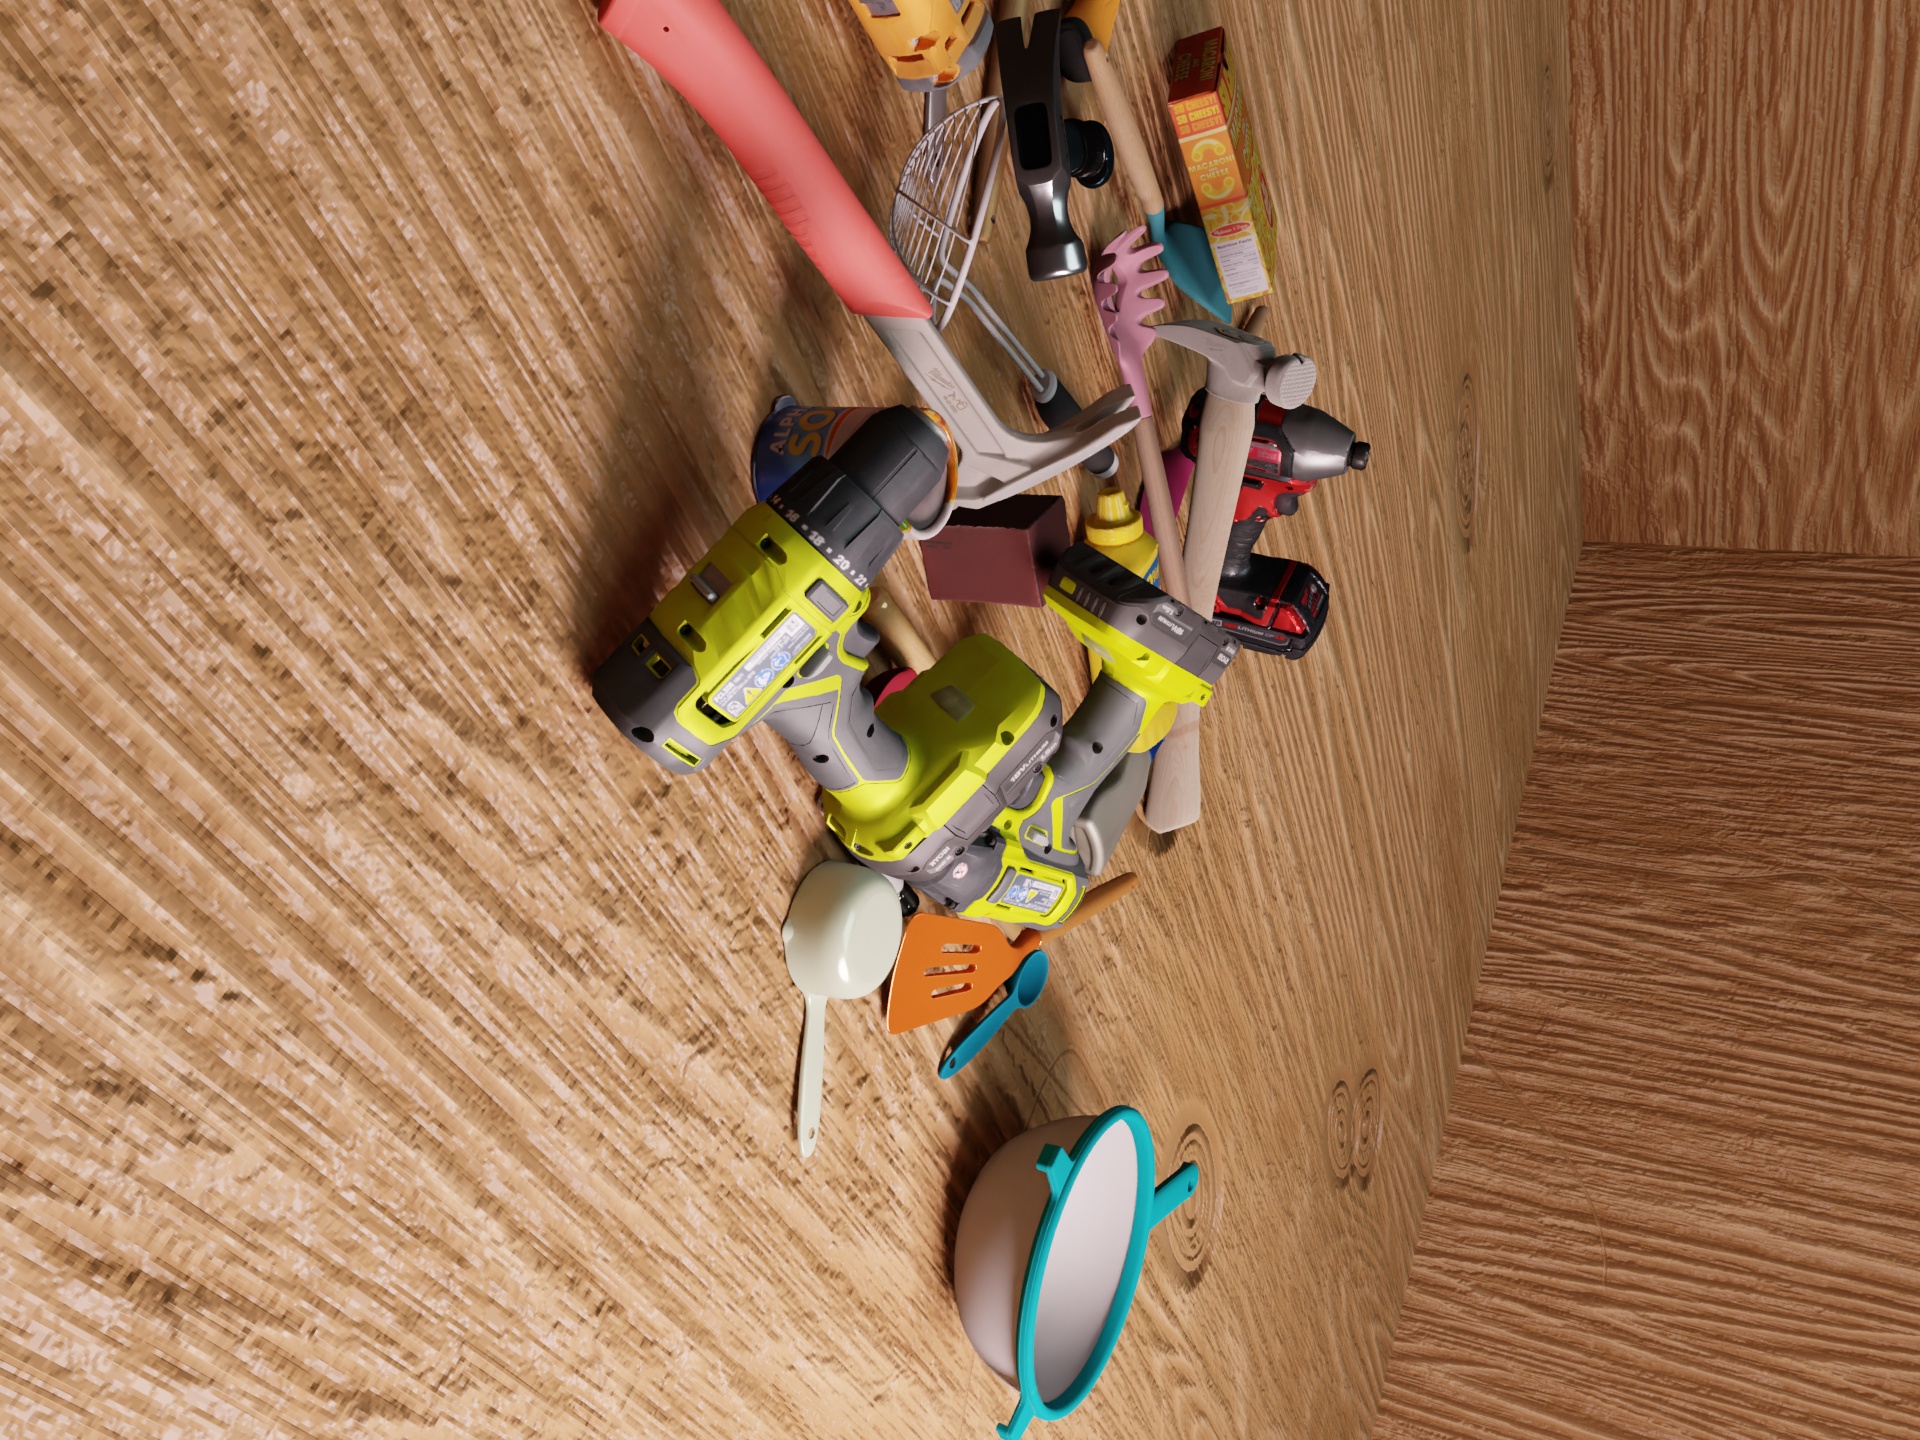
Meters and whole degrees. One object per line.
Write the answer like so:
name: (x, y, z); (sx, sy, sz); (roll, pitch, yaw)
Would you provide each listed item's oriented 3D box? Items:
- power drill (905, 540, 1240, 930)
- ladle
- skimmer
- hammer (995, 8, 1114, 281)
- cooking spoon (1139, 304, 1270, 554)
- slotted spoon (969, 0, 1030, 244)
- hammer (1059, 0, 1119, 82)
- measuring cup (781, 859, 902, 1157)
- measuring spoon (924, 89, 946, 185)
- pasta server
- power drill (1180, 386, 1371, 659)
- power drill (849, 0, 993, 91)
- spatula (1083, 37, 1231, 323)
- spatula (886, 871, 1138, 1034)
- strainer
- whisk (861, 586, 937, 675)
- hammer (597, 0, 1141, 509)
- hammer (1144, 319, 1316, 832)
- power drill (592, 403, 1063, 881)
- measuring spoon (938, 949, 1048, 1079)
power drill: (0.056, 0.016, 0.942); (0.171, 0.080, 0.223); (23, 101, -53)
ladle: (-0.007, 0.067, 0.994); (0.069, 0.031, 0.315); (-58, 146, -21)
skimmer: (0.054, -0.235, 0.973); (0.363, 0.090, 0.127); (36, 61, -59)
hammer: (0.062, -0.330, 0.920); (0.331, 0.033, 0.128); (-63, 145, -69)
cooking spoon: (0.206, -0.251, 1.331); (0.319, 0.017, 0.068); (-61, 145, -34)
slotted spoon: (0.035, -0.444, 0.963); (0.070, 0.031, 0.314); (9, 89, -62)
hammer: (0.118, -0.579, 1.079); (0.127, 0.034, 0.337); (35, 65, -58)
measuring cup: (-0.066, 0.163, 0.889); (0.083, 0.038, 0.167); (8, 87, -62)
measuring spoon: (-0.007, -0.369, 0.907); (0.034, 0.018, 0.124); (-10, 105, -61)
pasta server: (0.143, -0.195, 1.158); (0.060, 0.040, 0.316); (-27, 110, -40)
power drill: (0.248, -0.160, 1.273); (0.219, 0.143, 0.079); (84, 29, -45)
power drill: (-0.016, -0.470, 0.809); (0.185, 0.084, 0.226); (46, 60, -54)
spatula: (0.143, -0.386, 1.135); (0.317, 0.044, 0.082); (36, 50, -66)
spatula: (0.050, 0.139, 1.087); (0.322, 0.041, 0.081); (-15, 120, -62)
strainer: (0.082, 0.361, 1.155); (0.340, 0.095, 0.211); (2, 97, -64)
whisk: (0.000, -0.004, 0.976); (0.244, 0.047, 0.051); (54, 50, -47)
hammer: (-0.044, -0.230, 0.773); (0.358, 0.149, 0.037); (48, 24, -48)
hammer: (0.175, -0.098, 1.226); (0.038, 0.146, 0.410); (-17, 126, -34)
power drill: (-0.042, -0.029, 0.767); (0.190, 0.080, 0.228); (-46, 142, 0)
measuring spoon: (0.018, 0.199, 1.086); (0.128, 0.021, 0.042); (-40, 135, -41)
